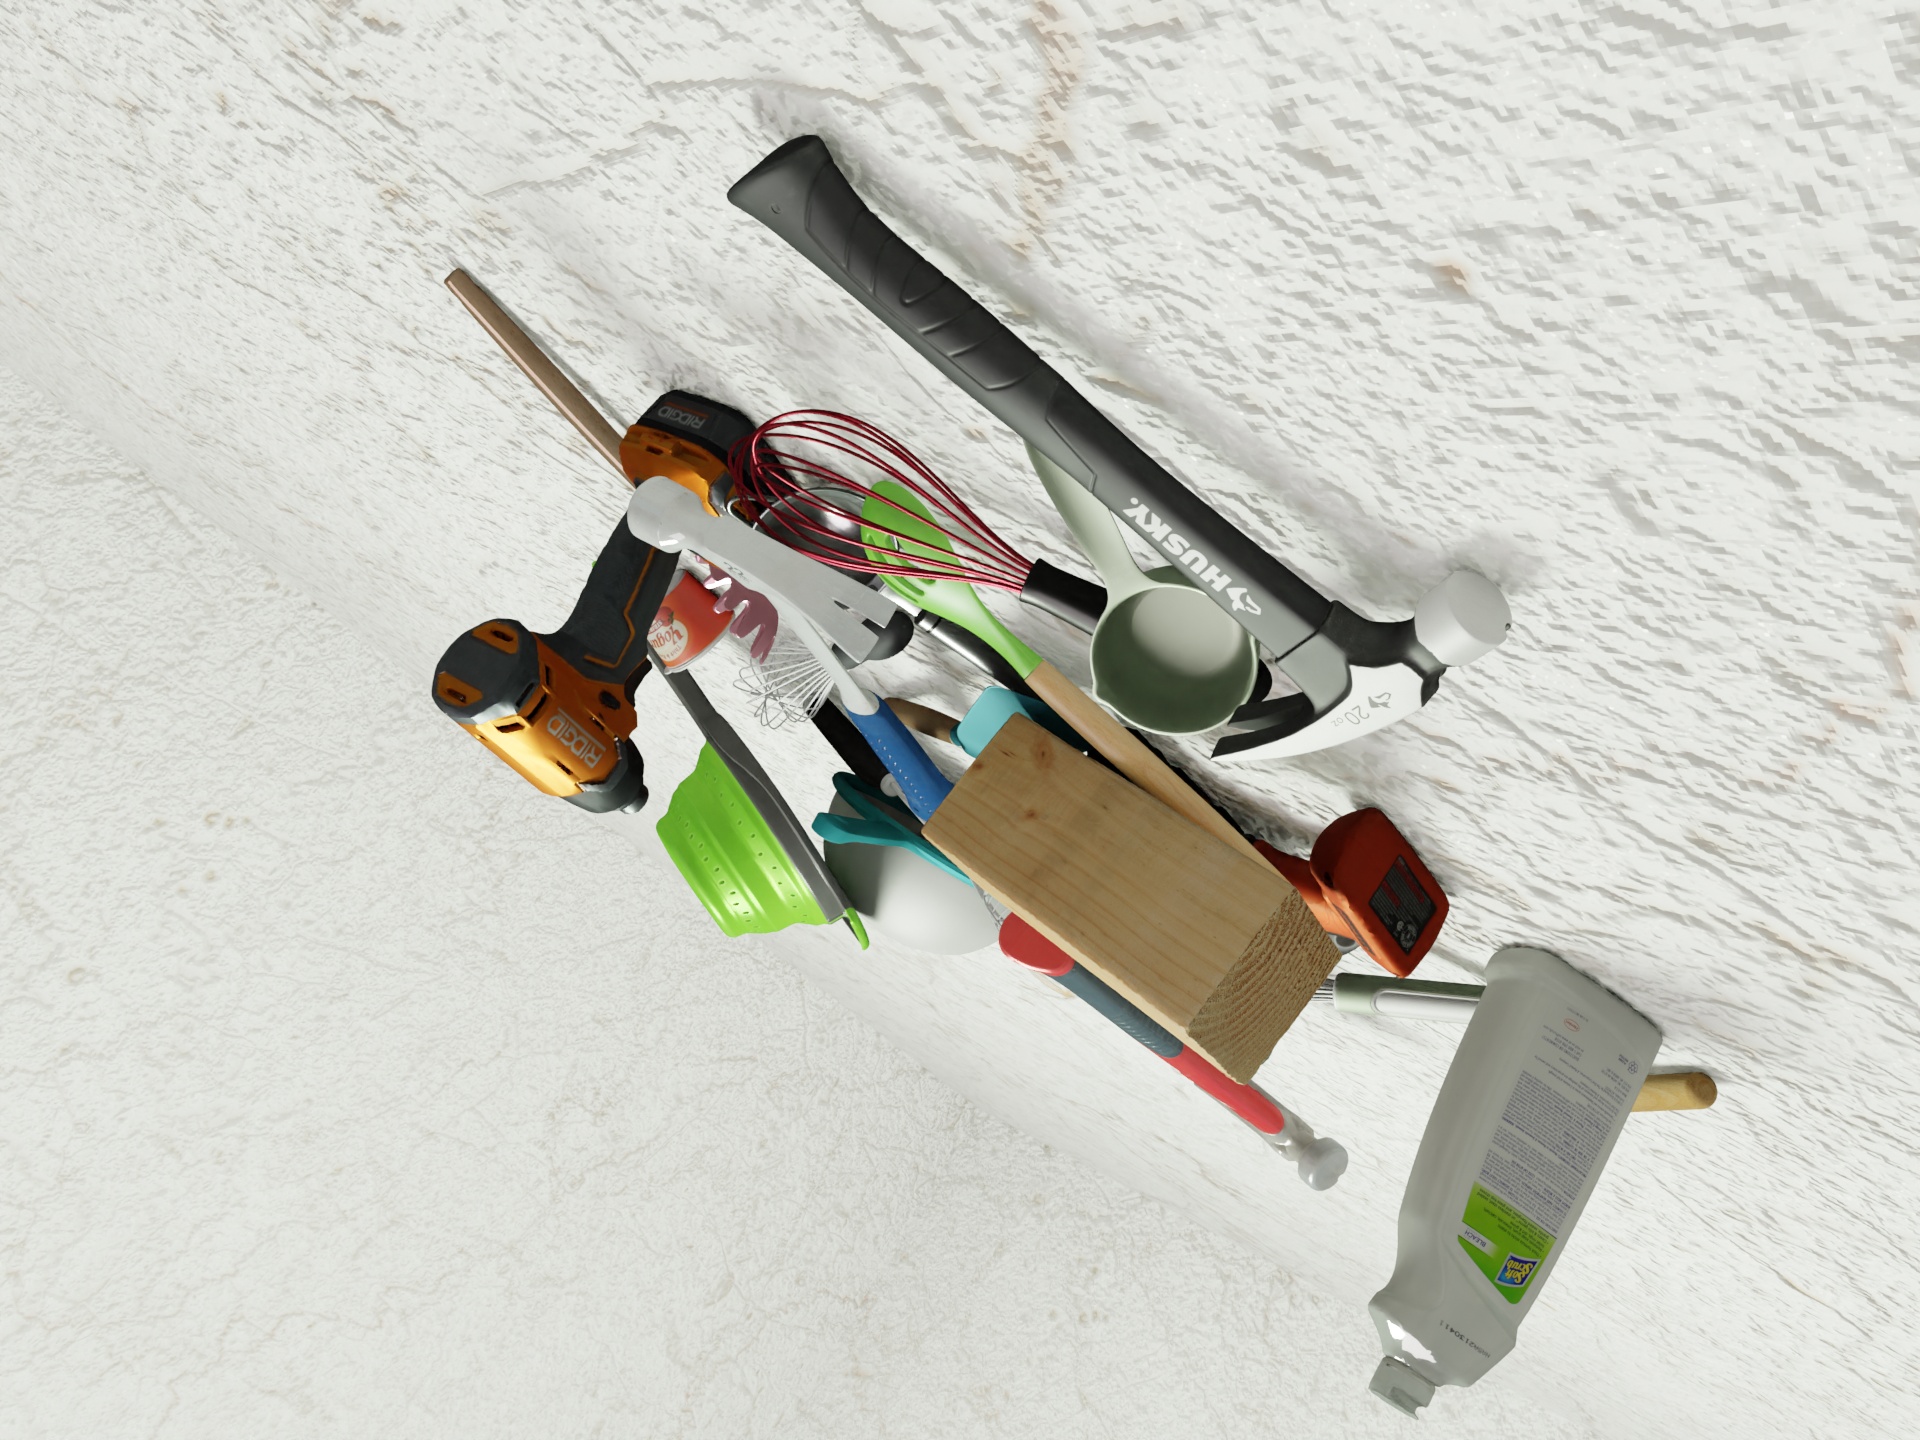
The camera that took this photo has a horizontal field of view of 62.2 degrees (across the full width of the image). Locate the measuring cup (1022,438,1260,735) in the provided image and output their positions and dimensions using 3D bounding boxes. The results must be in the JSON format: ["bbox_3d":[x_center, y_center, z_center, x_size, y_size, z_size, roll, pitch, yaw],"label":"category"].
[{"bbox_3d":[0.076,-0.071,0.717,0.083,0.038,0.167,-25,106,27],"label":"measuring cup"}]

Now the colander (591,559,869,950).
[{"bbox_3d":[-0.220,0.040,1.277,0.397,0.094,0.204,53,170,18],"label":"colander"}]

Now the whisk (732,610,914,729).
[{"bbox_3d":[-0.096,-0.040,1.120,0.070,0.070,0.284,38,159,-15],"label":"whisk"}]

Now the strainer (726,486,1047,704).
[{"bbox_3d":[-0.025,-0.066,0.928,0.258,0.050,0.087,34,122,-21],"label":"strainer"}]

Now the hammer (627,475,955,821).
[{"bbox_3d":[-0.058,-0.012,0.944,0.144,0.035,0.405,28,168,22],"label":"hammer"}]

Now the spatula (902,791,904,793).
[{"bbox_3d":[-0.001,0.058,1.281,0.081,0.041,0.323,46,164,-32],"label":"spatula"}]

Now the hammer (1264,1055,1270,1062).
[{"bbox_3d":[0.165,0.212,1.273,0.128,0.033,0.331,40,175,-15],"label":"hammer"}]

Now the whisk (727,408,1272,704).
[{"bbox_3d":[0.017,-0.078,0.785,0.296,0.073,0.073,26,163,8],"label":"whisk"}]

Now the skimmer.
[{"bbox_3d":[0.005,0.066,1.185,0.364,0.090,0.127,44,167,39],"label":"skimmer"}]

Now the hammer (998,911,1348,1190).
[{"bbox_3d":[0.134,0.215,1.097,0.385,0.038,0.143,42,175,-41],"label":"hammer"}]

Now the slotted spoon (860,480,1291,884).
[{"bbox_3d":[0.059,-0.011,0.854,0.314,0.031,0.070,42,150,0],"label":"slotted spoon"}]

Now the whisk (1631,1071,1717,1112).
[{"bbox_3d":[0.395,0.238,1.013,0.047,0.051,0.245,15,162,-10],"label":"whisk"}]

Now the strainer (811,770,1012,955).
[{"bbox_3d":[-0.059,0.127,1.276,0.211,0.095,0.340,33,-176,20],"label":"strainer"}]

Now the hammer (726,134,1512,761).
[{"bbox_3d":[0.046,-0.107,0.631,0.334,0.035,0.146,39,144,-6],"label":"hammer"}]

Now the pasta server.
[{"bbox_3d":[-0.215,-0.156,1.014,0.316,0.040,0.060,49,177,-31],"label":"pasta server"}]

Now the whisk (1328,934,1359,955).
[{"bbox_3d":[0.230,0.163,1.096,0.055,0.055,0.239,33,160,1],"label":"whisk"}]

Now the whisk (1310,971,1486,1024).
[{"bbox_3d":[0.233,0.172,1.011,0.246,0.059,0.057,1,108,27],"label":"whisk"}]

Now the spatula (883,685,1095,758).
[{"bbox_3d":[-0.002,-0.003,1.043,0.082,0.044,0.318,22,179,-19],"label":"spatula"}]

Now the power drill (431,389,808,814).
[{"bbox_3d":[-0.181,-0.056,0.915,0.084,0.226,0.164,23,161,33],"label":"power drill"}]
